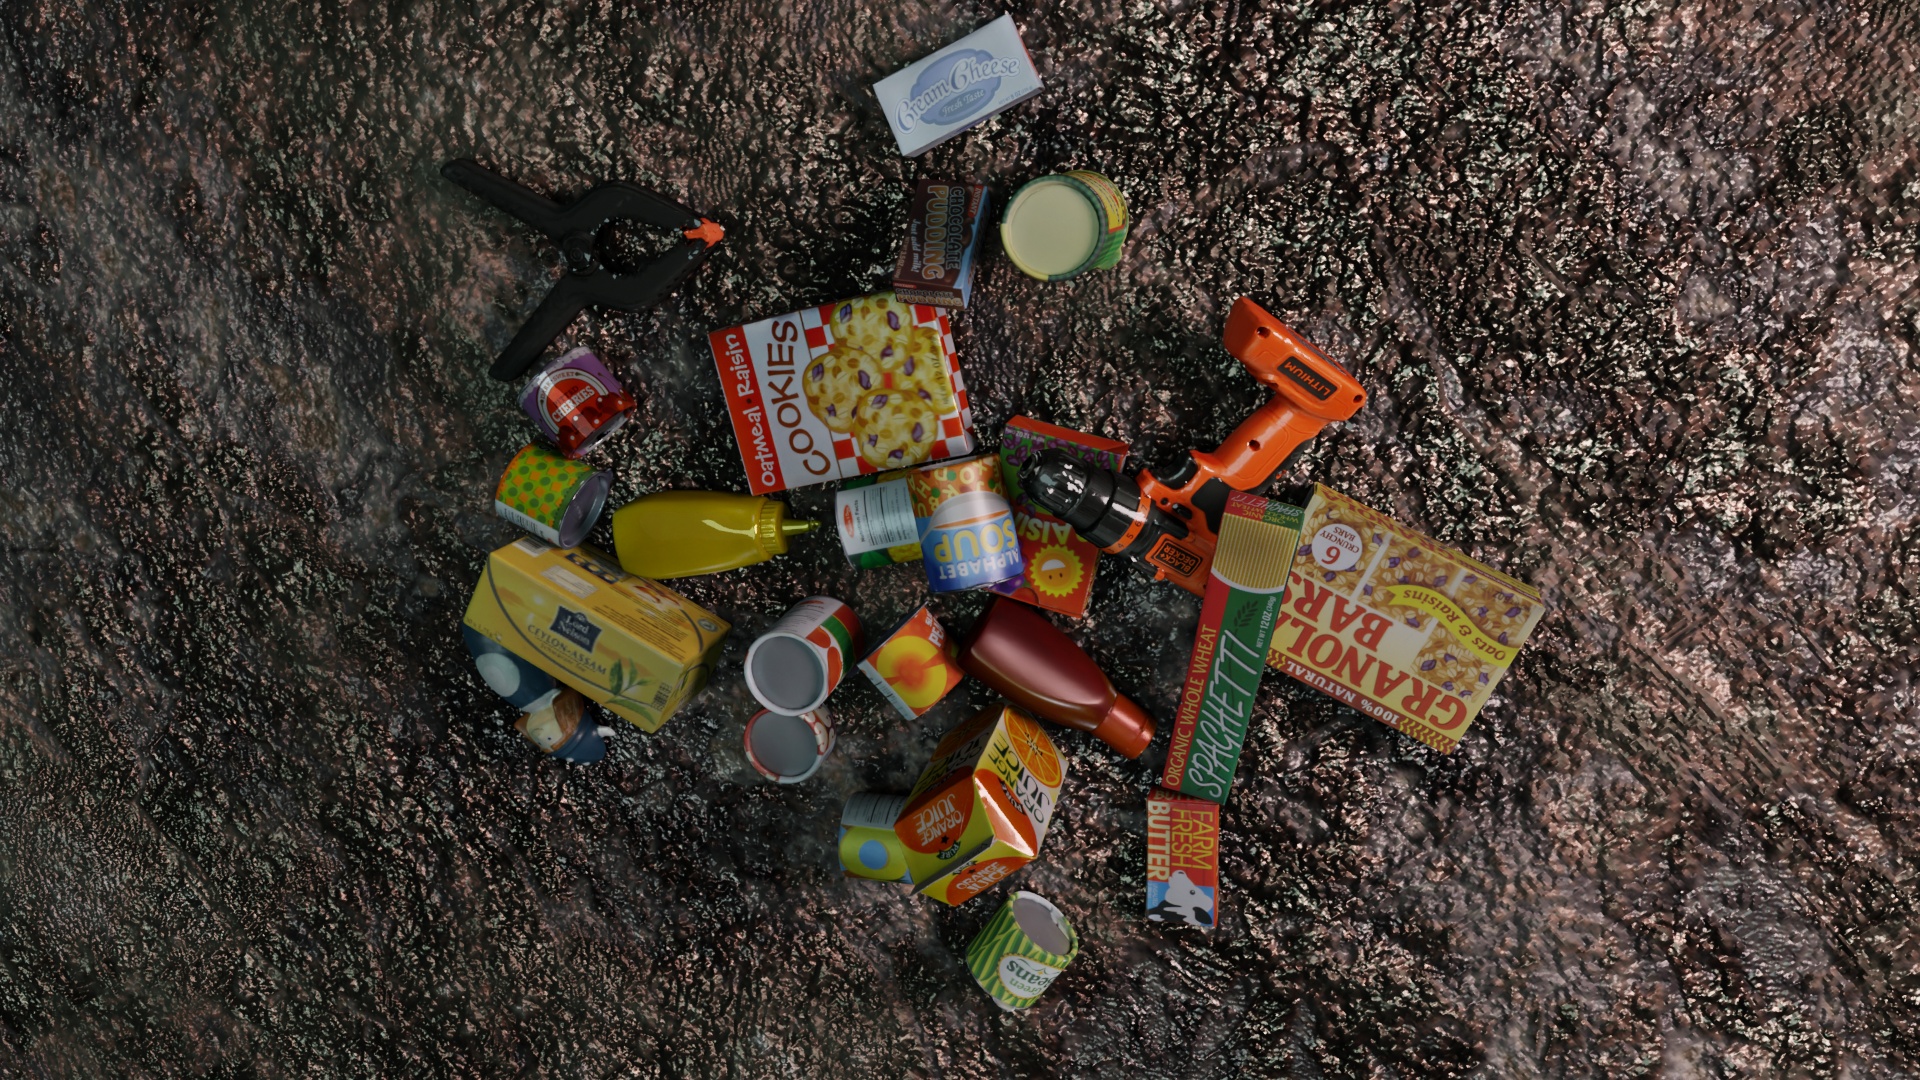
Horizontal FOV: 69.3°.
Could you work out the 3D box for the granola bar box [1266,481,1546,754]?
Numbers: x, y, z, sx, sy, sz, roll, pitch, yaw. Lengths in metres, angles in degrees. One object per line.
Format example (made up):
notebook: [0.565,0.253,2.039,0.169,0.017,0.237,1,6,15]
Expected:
granola bar box: [0.285,0.052,0.940,0.165,0.039,0.123,27,111,5]

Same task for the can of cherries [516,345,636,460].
can of cherries: [-0.282,-0.101,1.023,0.071,0.072,0.058,-39,94,20]

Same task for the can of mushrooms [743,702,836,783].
can of mushrooms: [-0.134,0.151,1.075,0.071,0.033,0.070,4,107,13]

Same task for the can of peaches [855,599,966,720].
can of peaches: [-0.032,0.088,1.015,0.071,0.071,0.058,-41,93,20]

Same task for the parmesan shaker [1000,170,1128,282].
parmesan shaker: [0.070,-0.200,0.890,0.071,0.103,0.071,4,106,13]

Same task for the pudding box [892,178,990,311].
pudding box: [-0.012,-0.198,0.928,0.050,0.030,0.084,10,68,9]

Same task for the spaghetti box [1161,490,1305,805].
spaghetti box: [0.181,0.080,0.938,0.050,0.029,0.248,15,127,13]

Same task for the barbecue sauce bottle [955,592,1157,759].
barbecue sauce bottle: [0.072,0.102,0.998,0.148,0.065,0.043,34,147,-5]

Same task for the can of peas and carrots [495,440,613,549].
can of peas and carrots: [-0.307,-0.037,1.051,0.059,0.071,0.070,26,110,6]

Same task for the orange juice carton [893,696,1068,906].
orange juice carton: [0.014,0.183,0.962,0.071,0.193,0.073,-35,96,19]

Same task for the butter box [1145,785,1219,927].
butter box: [0.165,0.234,1.028,0.053,0.024,0.103,2,105,14]

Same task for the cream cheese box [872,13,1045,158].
cream cheese box: [-0.002,-0.301,0.923,0.103,0.024,0.053,-22,97,18]

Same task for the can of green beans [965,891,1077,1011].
can of green beans: [0.047,0.311,1.056,0.071,0.071,0.057,37,110,2]

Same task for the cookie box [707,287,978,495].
cookie box: [-0.084,-0.108,0.988,0.167,0.040,0.122,-10,102,15]

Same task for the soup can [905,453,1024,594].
soup can: [0.003,-0.012,0.935,0.071,0.071,0.083,-11,96,17]

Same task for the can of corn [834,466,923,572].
can of corn: [-0.051,-0.016,0.991,0.058,0.071,0.071,-11,102,11]

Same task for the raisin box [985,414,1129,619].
raisin box: [0.062,-0.017,0.977,0.086,0.040,0.123,16,109,8]

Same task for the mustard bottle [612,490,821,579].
mustard bottle: [-0.177,-0.006,1.035,0.160,0.049,0.065,-2,105,14]

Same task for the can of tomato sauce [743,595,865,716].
can of tomato sauce: [-0.113,0.086,1.025,0.071,0.083,0.071,4,106,13]

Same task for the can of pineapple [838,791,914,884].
can of pineapple: [-0.056,0.228,1.060,0.058,0.071,0.070,3,106,14]
